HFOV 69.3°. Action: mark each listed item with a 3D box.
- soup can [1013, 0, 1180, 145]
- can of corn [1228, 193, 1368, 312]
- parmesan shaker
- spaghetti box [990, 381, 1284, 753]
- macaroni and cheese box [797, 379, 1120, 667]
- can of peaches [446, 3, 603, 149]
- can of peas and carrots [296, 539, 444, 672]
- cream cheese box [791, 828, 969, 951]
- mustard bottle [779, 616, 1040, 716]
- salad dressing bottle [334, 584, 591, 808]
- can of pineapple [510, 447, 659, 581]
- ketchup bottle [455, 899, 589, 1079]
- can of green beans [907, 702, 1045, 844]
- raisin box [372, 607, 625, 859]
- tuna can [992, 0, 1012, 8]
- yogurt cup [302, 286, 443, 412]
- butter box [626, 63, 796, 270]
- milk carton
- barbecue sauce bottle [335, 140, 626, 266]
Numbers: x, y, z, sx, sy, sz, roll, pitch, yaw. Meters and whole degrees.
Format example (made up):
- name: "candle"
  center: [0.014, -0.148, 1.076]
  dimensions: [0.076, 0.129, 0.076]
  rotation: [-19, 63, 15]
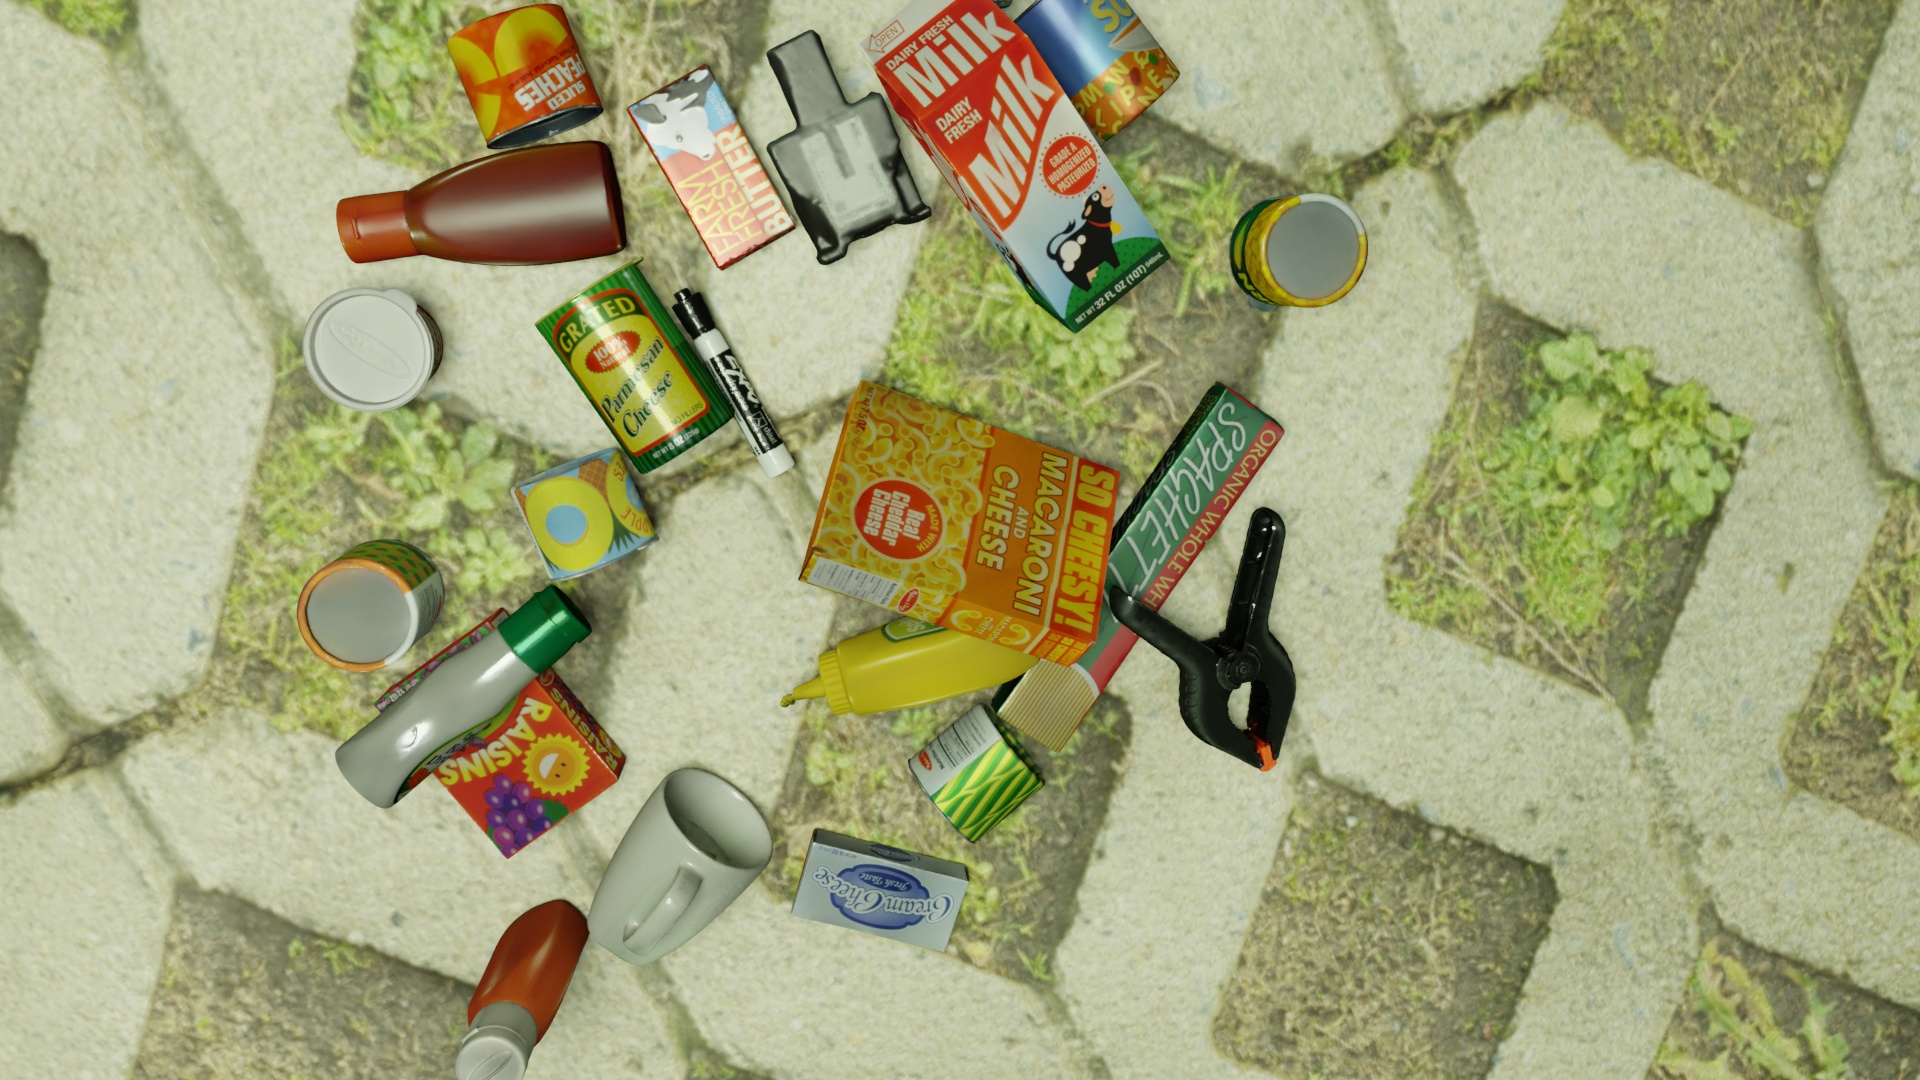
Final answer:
- name: "soup can"
  center: [0.076, -0.276, 0.782]
  dimensions: [0.071, 0.071, 0.083]
  rotation: [-41, 103, 2]
- name: "can of corn"
  center: [0.198, -0.169, 0.822]
  dimensions: [0.071, 0.058, 0.071]
  rotation: [-1, 101, -6]
- name: "parmesan shaker"
  center: [-0.180, -0.098, 0.786]
  dimensions: [0.071, 0.071, 0.103]
  rotation: [-33, 103, 1]
- name: "spaghetti box"
  center: [0.109, 0.017, 0.862]
  dimensions: [0.050, 0.029, 0.249]
  rotation: [33, 95, -13]
- name: "macaroni and cheese box"
  center: [0.003, -0.010, 0.805]
  dimensions: [0.166, 0.040, 0.124]
  rotation: [19, 57, -10]
- name: "can of peaches"
  center: [-0.234, -0.251, 0.750]
  dimensions: [0.071, 0.071, 0.058]
  rotation: [-20, 102, -2]
- name: "can of peas and carrots"
  center: [-0.340, 0.036, 0.797]
  dimensions: [0.071, 0.059, 0.070]
  rotation: [-1, 101, -7]
- name: "cream cheese box"
  center: [-0.051, 0.223, 0.885]
  dimensions: [0.104, 0.024, 0.053]
  rotation: [16, 100, -9]
- name: "mustard bottle"
  center: [-0.034, 0.074, 0.839]
  dimensions: [0.160, 0.065, 0.048]
  rotation: [-17, 105, -1]
- name: "salad dressing bottle"
  center: [-0.275, 0.085, 0.775]
  dimensions: [0.148, 0.064, 0.044]
  rotation: [-41, 93, -6]
- name: "can of pineapple"
  center: [-0.214, -0.016, 0.798]
  dimensions: [0.071, 0.071, 0.057]
  rotation: [-21, 103, -2]
- name: "ketchup bottle"
  center: [-0.256, 0.265, 0.804]
  dimensions: [0.065, 0.149, 0.043]
  rotation: [-40, 101, 2]
- name: "can of green beans"
  center: [0.010, 0.143, 0.855]
  dimensions: [0.058, 0.071, 0.071]
  rotation: [-40, 103, 2]
- name: "raisin box"
  center: [-0.273, 0.116, 0.830]
  dimensions: [0.086, 0.040, 0.123]
  rotation: [-36, 101, 0]
- name: "tuna can"
  center: [0.008, -0.323, 0.765]
  dimensions: [0.033, 0.071, 0.071]
  rotation: [-11, 102, -5]
- name: "yogurt cup"
  center: [-0.323, -0.108, 0.774]
  dimensions: [0.072, 0.054, 0.072]
  rotation: [-1, 101, -6]
- name: "butter box"
  center: [-0.141, -0.211, 0.791]
  dimensions: [0.053, 0.024, 0.103]
  rotation: [-29, 103, -1]
- name: "milk carton"
  center: [0.028, -0.214, 0.764]
  dimensions: [0.072, 0.074, 0.190]
  rotation: [-38, 117, 2]
- name: "barbecue sauce bottle"
  center: [-0.265, -0.182, 0.773]
  dimensions: [0.149, 0.044, 0.064]
  rotation: [-9, 102, -4]
